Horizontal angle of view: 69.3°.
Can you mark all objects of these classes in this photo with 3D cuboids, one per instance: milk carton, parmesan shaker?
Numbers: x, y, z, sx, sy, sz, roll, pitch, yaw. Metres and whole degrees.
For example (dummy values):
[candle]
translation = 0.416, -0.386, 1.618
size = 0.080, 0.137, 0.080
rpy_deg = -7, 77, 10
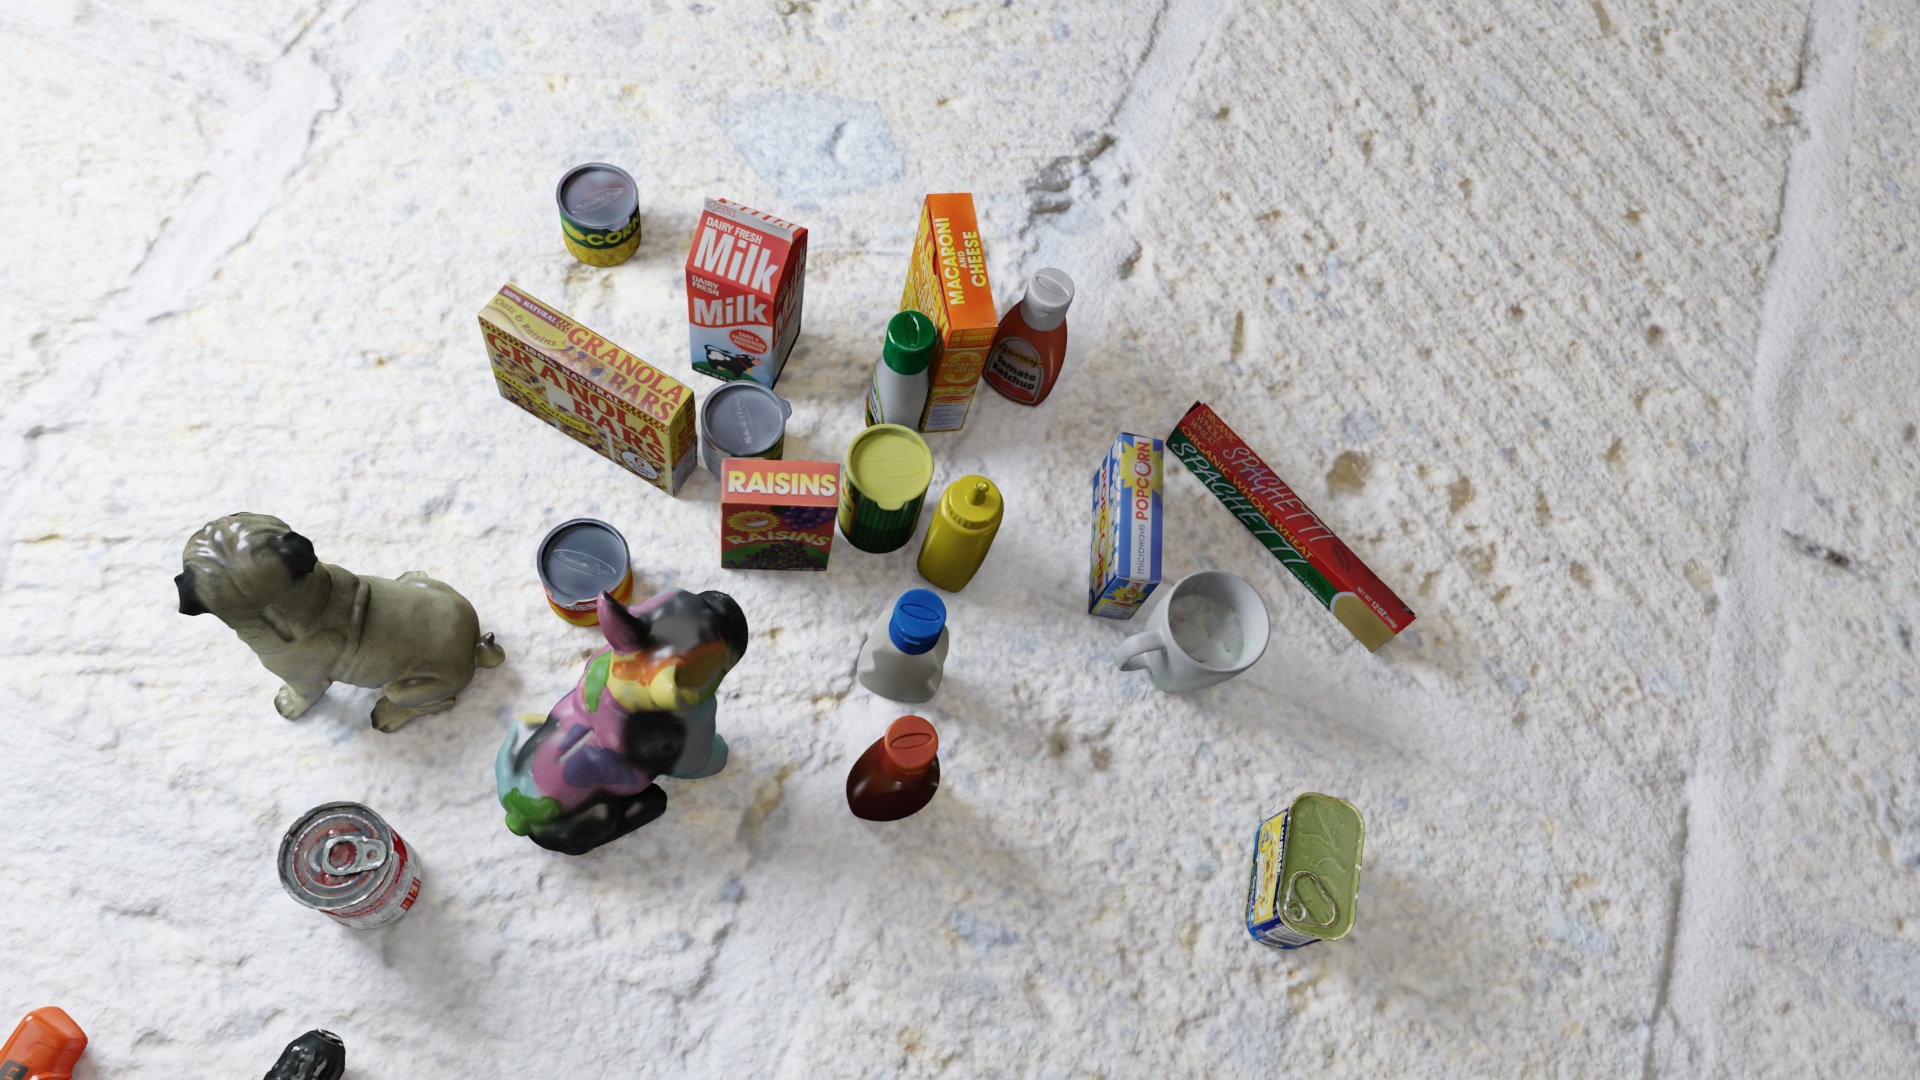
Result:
[milk carton]
translation = -0.165, -0.196, 1.078
size = 0.072, 0.189, 0.074
rpy_deg = 21, 65, 0
[parmesan shaker]
translation = -0.060, -0.035, 1.073
size = 0.071, 0.102, 0.071
rpy_deg = 4, 66, -8

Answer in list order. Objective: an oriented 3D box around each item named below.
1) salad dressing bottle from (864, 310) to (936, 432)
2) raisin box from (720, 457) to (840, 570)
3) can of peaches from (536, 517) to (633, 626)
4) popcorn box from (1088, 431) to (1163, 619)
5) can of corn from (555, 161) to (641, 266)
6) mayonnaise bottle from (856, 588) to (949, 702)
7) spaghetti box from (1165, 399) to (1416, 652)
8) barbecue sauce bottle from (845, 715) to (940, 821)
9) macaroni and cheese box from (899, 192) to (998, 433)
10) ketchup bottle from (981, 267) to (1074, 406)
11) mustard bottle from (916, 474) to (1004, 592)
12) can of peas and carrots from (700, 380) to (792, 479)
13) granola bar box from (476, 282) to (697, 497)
[salad dressing bottle]
translation = -0.047, -0.128, 1.092
size = 0.044, 0.147, 0.064
rpy_deg = -3, 68, -11
[raisin box]
translation = -0.137, -0.018, 1.041
size = 0.086, 0.123, 0.040
rpy_deg = 2, 67, -9
[can of peaches]
translation = -0.279, 0.026, 1.033
size = 0.071, 0.057, 0.071
rpy_deg = 4, 66, -8
[popcorn box]
translation = 0.131, -0.010, 1.105
size = 0.038, 0.085, 0.127
rpy_deg = 8, 66, -6
[can of corn]
translation = -0.299, -0.269, 1.159
size = 0.071, 0.058, 0.071
rpy_deg = 4, 66, -8
[mayonnaise bottle]
translation = -0.038, 0.077, 1.003
size = 0.065, 0.147, 0.041
rpy_deg = 16, 65, -3
[spaghetti box]
translation = 0.269, -0.012, 1.149
size = 0.029, 0.050, 0.250
rpy_deg = -38, 78, -22
[barbecue sauce bottle]
translation = -0.043, 0.159, 0.966
size = 0.065, 0.148, 0.044
rpy_deg = -7, 68, -12
[macaroni and cheese box]
translation = -0.013, -0.178, 1.109
size = 0.040, 0.165, 0.124
rpy_deg = -5, 68, -12
[ketchup bottle]
translation = 0.059, -0.166, 1.126
size = 0.065, 0.148, 0.044
rpy_deg = 31, 66, 4
[mustard bottle]
translation = 0.004, -0.013, 1.043
size = 0.049, 0.159, 0.065
rpy_deg = 29, 65, 3
[can of peas and carrots]
translation = -0.170, -0.085, 1.101
size = 0.071, 0.058, 0.071
rpy_deg = 4, 66, -8
[granola bar box]
translation = -0.279, -0.113, 1.058
size = 0.165, 0.123, 0.039
rpy_deg = 30, 66, 4
